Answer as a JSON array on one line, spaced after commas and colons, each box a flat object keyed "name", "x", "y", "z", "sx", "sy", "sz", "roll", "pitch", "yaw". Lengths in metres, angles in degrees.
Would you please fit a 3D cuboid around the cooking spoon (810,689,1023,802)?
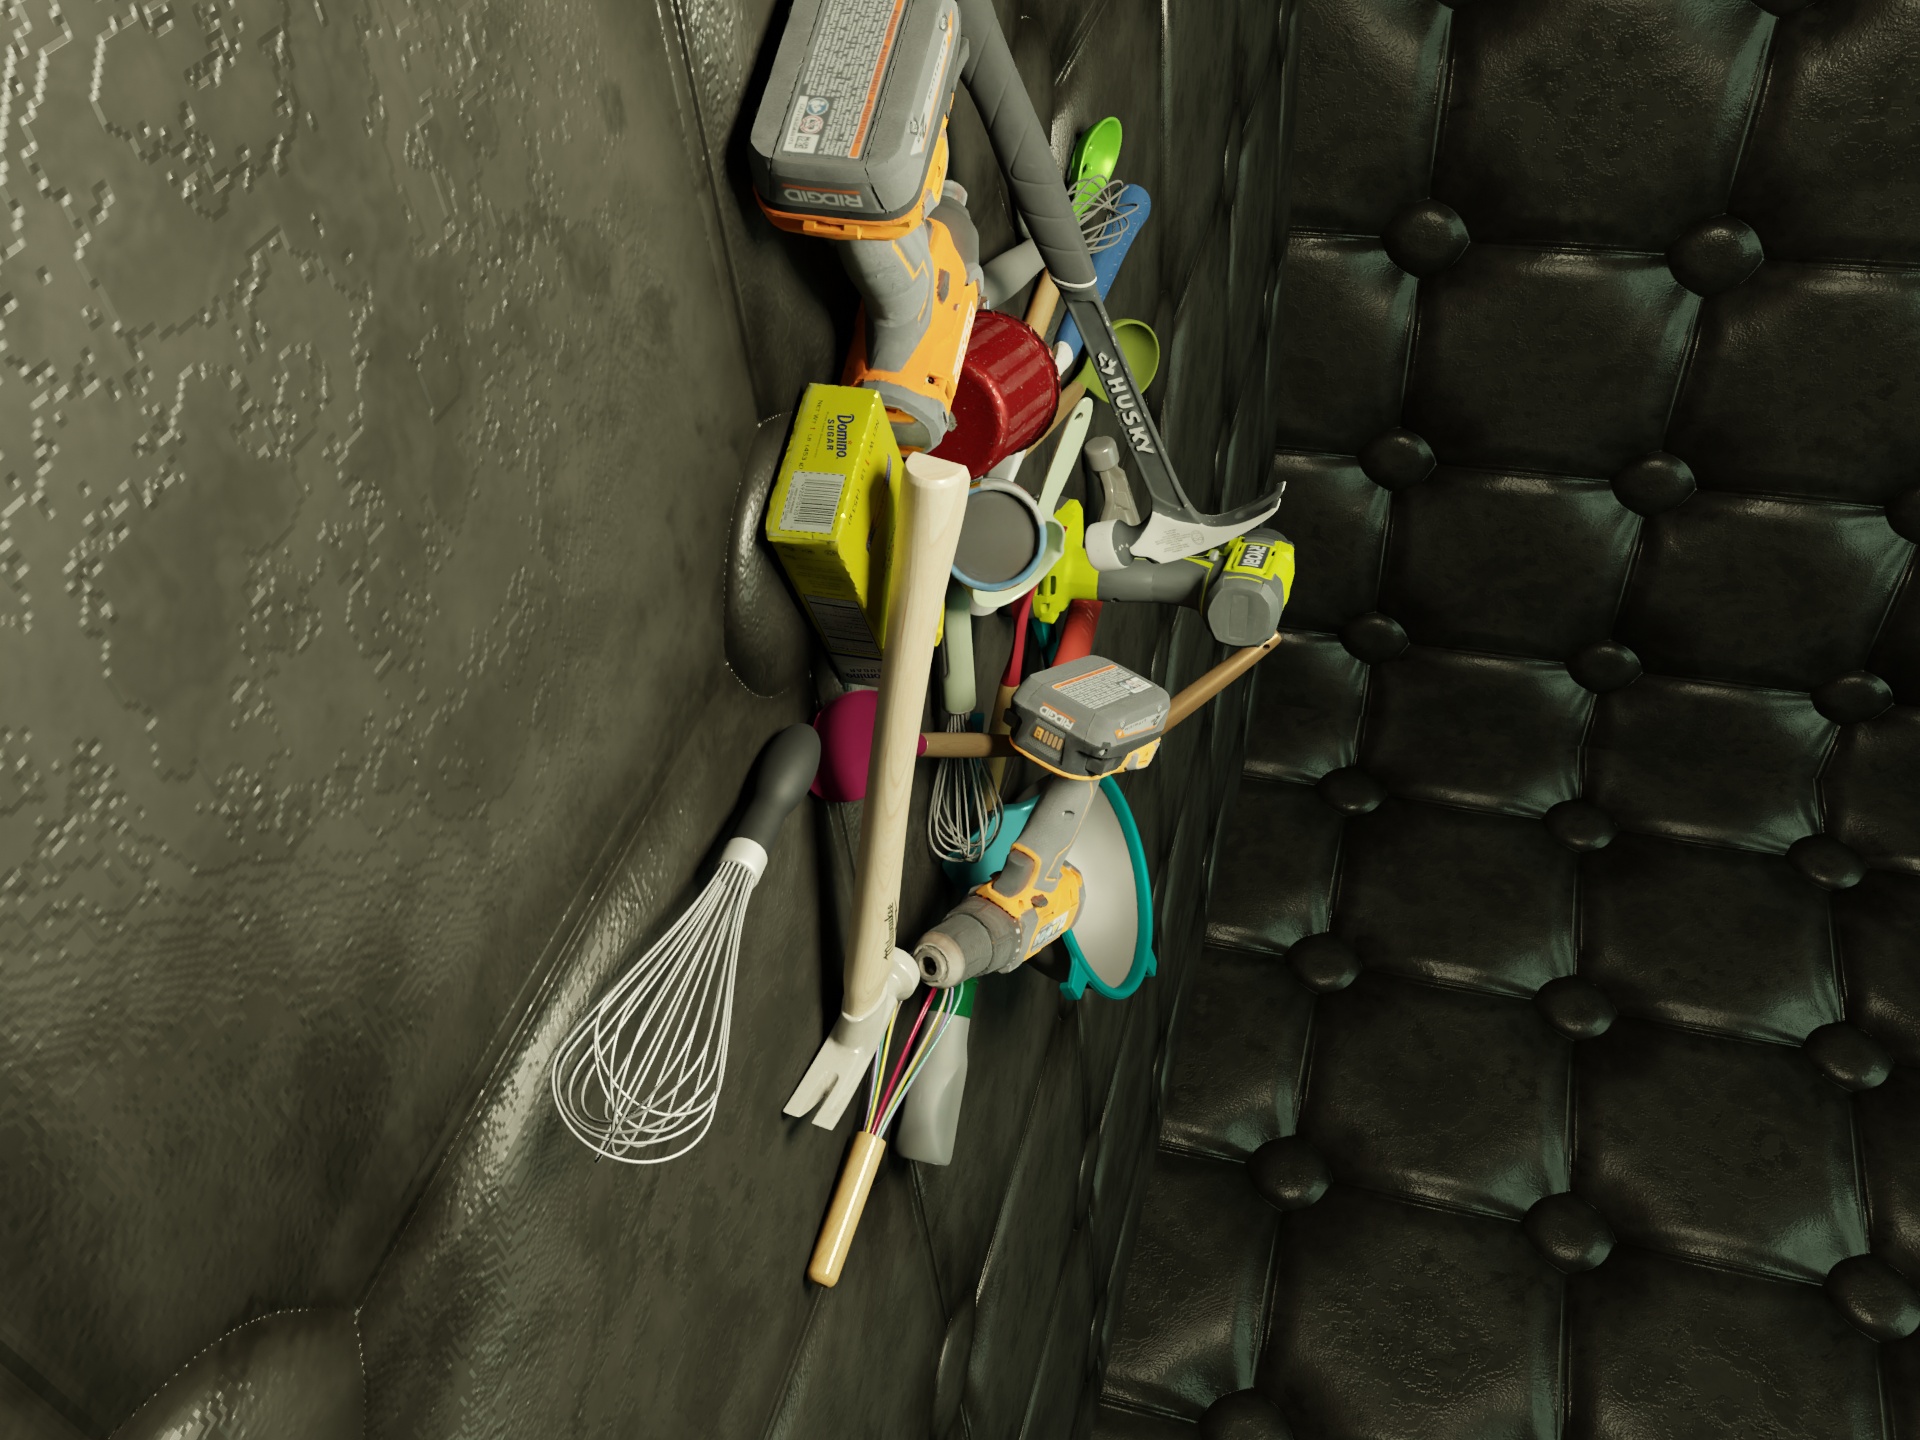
[{"name": "cooking spoon", "x": -0.017, "y": 0.016, "z": 1.032, "sx": 0.318, "sy": 0.017, "sz": 0.069, "roll": 3, "pitch": 102, "yaw": -64}]

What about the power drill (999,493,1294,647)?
[{"name": "power drill", "x": 0.154, "y": -0.124, "z": 1.284, "sx": 0.171, "sy": 0.223, "sz": 0.080, "roll": -55, "pitch": 150, "yaw": -59}]

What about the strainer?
[{"name": "strainer", "x": 0.072, "y": 0.079, "z": 1.386, "sx": 0.211, "sy": 0.095, "sz": 0.340, "roll": 4, "pitch": 73, "yaw": -63}]

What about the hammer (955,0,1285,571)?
[{"name": "hammer", "x": 0.083, "y": -0.267, "z": 1.013, "sx": 0.408, "sy": 0.149, "sz": 0.036, "roll": 60, "pitch": 37, "yaw": -34}]

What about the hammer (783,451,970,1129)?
[{"name": "hammer", "x": -0.043, "y": 0.047, "z": 0.893, "sx": 0.146, "sy": 0.038, "sz": 0.410, "roll": -57, "pitch": 160, "yaw": -53}]

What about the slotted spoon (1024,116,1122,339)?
[{"name": "slotted spoon", "x": 0.075, "y": -0.358, "z": 1.249, "sx": 0.070, "sy": 0.031, "sz": 0.314, "roll": 79, "pitch": 26, "yaw": -59}]

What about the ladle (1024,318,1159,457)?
[{"name": "ladle", "x": 0.102, "y": -0.270, "z": 1.344, "sx": 0.320, "sy": 0.062, "sz": 0.078, "roll": -54, "pitch": 152, "yaw": -55}]

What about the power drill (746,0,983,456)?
[{"name": "power drill", "x": -0.033, "y": -0.259, "z": 0.805, "sx": 0.226, "sy": 0.084, "sz": 0.164, "roll": 72, "pitch": 29, "yaw": -67}]

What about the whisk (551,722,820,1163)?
[{"name": "whisk", "x": -0.115, "y": 0.089, "z": 0.746, "sx": 0.285, "sy": 0.070, "sz": 0.070, "roll": -71, "pitch": 162, "yaw": -51}]

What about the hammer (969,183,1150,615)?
[{"name": "hammer", "x": 0.075, "y": -0.272, "z": 1.193, "sx": 0.144, "sy": 0.035, "sz": 0.406, "roll": 92, "pitch": 17, "yaw": -55}]

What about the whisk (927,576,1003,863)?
[{"name": "whisk", "x": -0.002, "y": -0.004, "z": 1.130, "sx": 0.058, "sy": 0.059, "sz": 0.246, "roll": -129, "pitch": -150, "yaw": -58}]

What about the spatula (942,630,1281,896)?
[{"name": "spatula", "x": 0.125, "y": 0.033, "z": 1.242, "sx": 0.082, "sy": 0.317, "sz": 0.044, "roll": 50, "pitch": 5, "yaw": -27}]

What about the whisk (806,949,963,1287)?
[{"name": "whisk", "x": -0.051, "y": 0.268, "z": 1.092, "sx": 0.047, "sy": 0.051, "sz": 0.245, "roll": 85, "pitch": 22, "yaw": -58}]

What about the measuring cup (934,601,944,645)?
[{"name": "measuring cup", "x": -0.024, "y": -0.112, "z": 1.036, "sx": 0.062, "sy": 0.029, "sz": 0.157, "roll": 81, "pitch": 11, "yaw": -47}]

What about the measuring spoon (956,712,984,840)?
[{"name": "measuring spoon", "x": 0.001, "y": 0.047, "z": 1.223, "sx": 0.042, "sy": 0.021, "sz": 0.128, "roll": -78, "pitch": 177, "yaw": -51}]

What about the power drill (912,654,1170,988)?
[{"name": "power drill", "x": 0.050, "y": 0.079, "z": 1.113, "sx": 0.185, "sy": 0.084, "sz": 0.226, "roll": -20, "pitch": 134, "yaw": -56}]

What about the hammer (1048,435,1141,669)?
[{"name": "hammer", "x": 0.116, "y": -0.102, "z": 1.417, "sx": 0.359, "sy": 0.037, "sz": 0.149, "roll": -71, "pitch": 148, "yaw": -48}]

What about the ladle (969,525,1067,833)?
[{"name": "ladle", "x": 0.034, "y": -0.008, "z": 1.206, "sx": 0.069, "sy": 0.031, "sz": 0.315, "roll": -60, "pitch": 164, "yaw": -56}]

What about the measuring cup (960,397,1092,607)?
[{"name": "measuring cup", "x": 0.042, "y": -0.146, "z": 1.020, "sx": 0.083, "sy": 0.038, "sz": 0.167, "roll": -18, "pitch": 145, "yaw": -39}]

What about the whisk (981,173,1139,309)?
[{"name": "whisk", "x": 0.062, "y": -0.334, "z": 1.123, "sx": 0.239, "sy": 0.055, "sz": 0.055, "roll": -47, "pitch": 144, "yaw": -44}]
